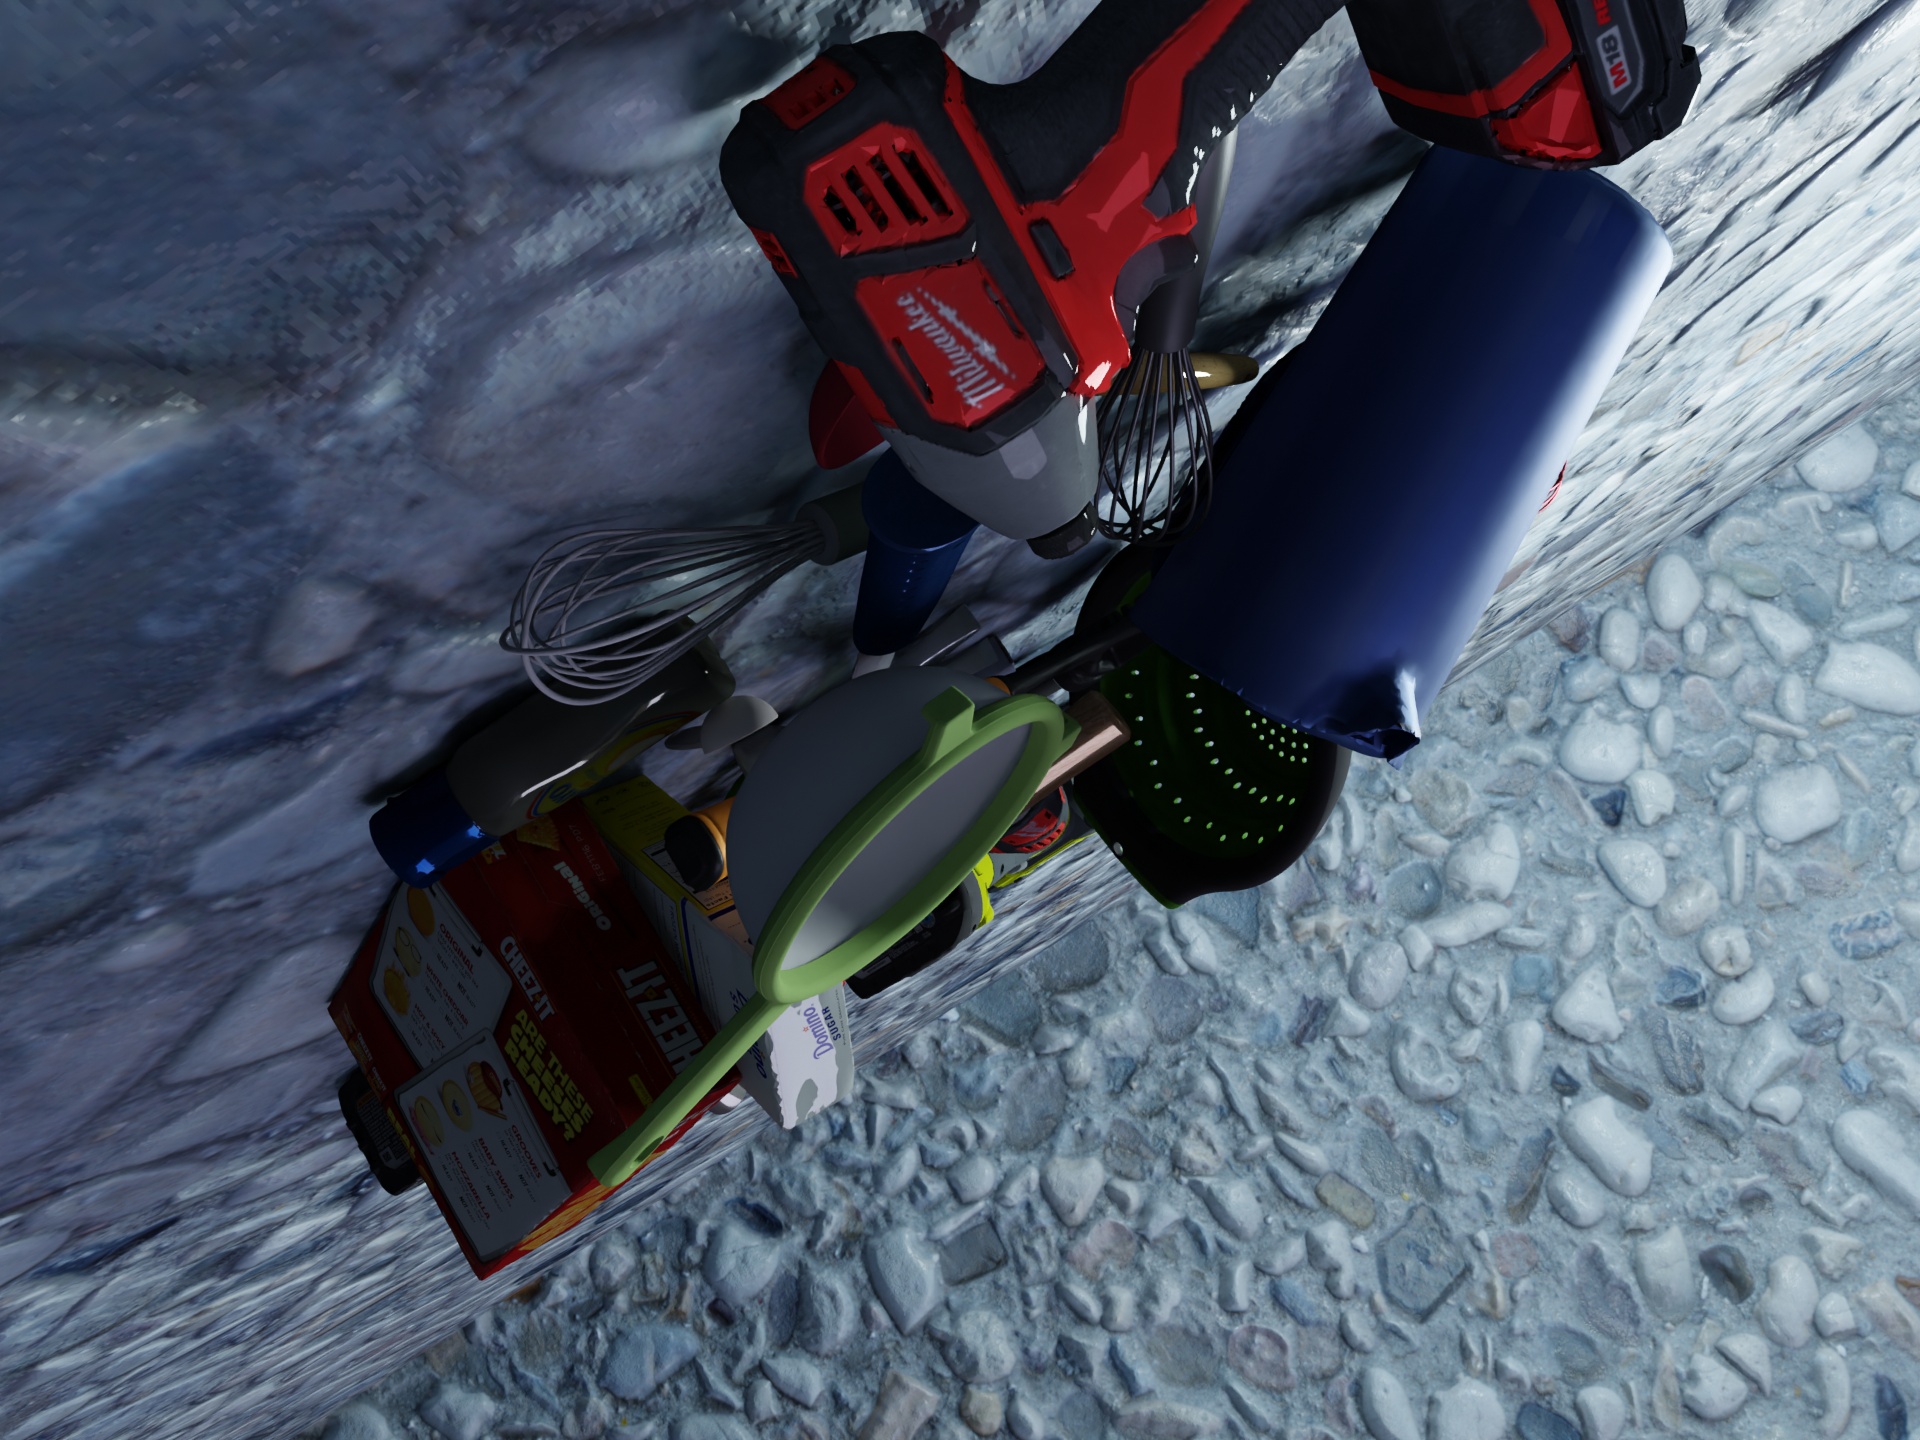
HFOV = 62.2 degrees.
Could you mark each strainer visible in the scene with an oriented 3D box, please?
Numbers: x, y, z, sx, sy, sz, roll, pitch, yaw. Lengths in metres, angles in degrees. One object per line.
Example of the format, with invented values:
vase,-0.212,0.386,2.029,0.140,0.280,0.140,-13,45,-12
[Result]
strainer,-0.071,0.068,0.600,0.256,0.069,0.151,-48,164,11

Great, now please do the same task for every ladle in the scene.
ladle,0.044,-0.135,0.617,0.315,0.031,0.069,-18,154,-52

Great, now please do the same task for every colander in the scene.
colander,0.185,-0.073,0.856,0.094,0.205,0.396,-11,137,-36

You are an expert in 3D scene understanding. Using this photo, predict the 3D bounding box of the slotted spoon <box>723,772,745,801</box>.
slotted spoon,-0.183,0.126,0.865,0.314,0.031,0.070,-48,163,-3

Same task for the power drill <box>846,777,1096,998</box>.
power drill,-0.001,0.112,1.147,0.171,0.080,0.223,-37,174,35

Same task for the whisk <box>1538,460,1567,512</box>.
whisk,0.319,-0.148,1.137,0.296,0.073,0.073,-21,163,-19

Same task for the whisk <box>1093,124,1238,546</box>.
whisk,0.075,-0.139,0.567,0.055,0.055,0.238,-29,153,-16

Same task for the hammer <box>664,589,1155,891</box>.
hammer,-0.001,-0.002,0.763,0.337,0.034,0.127,-28,175,-43

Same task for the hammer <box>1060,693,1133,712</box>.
hammer,0.008,0.032,1.104,0.334,0.035,0.146,-21,162,-41

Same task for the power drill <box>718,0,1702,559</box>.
power drill,0.064,-0.143,0.405,0.219,0.079,0.143,-33,123,2

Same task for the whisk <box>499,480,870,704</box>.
whisk,-0.058,-0.066,0.586,0.246,0.057,0.059,-28,-152,-38

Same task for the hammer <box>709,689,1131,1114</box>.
hammer,-0.052,0.092,0.847,0.331,0.031,0.129,-37,133,10

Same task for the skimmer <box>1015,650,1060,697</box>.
skimmer,0.148,-0.055,0.975,0.363,0.090,0.127,-29,135,0

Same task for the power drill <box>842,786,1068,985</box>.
power drill,-0.047,0.082,0.934,0.226,0.080,0.187,-34,160,5

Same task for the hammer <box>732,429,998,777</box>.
hammer,-0.027,-0.038,0.649,0.144,0.035,0.405,-31,176,-11

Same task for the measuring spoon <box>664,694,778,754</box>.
measuring spoon,-0.113,0.001,0.700,0.034,0.018,0.124,-30,-170,-23

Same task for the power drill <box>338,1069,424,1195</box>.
power drill,-0.290,0.231,1.044,0.190,0.080,0.228,-37,169,17
